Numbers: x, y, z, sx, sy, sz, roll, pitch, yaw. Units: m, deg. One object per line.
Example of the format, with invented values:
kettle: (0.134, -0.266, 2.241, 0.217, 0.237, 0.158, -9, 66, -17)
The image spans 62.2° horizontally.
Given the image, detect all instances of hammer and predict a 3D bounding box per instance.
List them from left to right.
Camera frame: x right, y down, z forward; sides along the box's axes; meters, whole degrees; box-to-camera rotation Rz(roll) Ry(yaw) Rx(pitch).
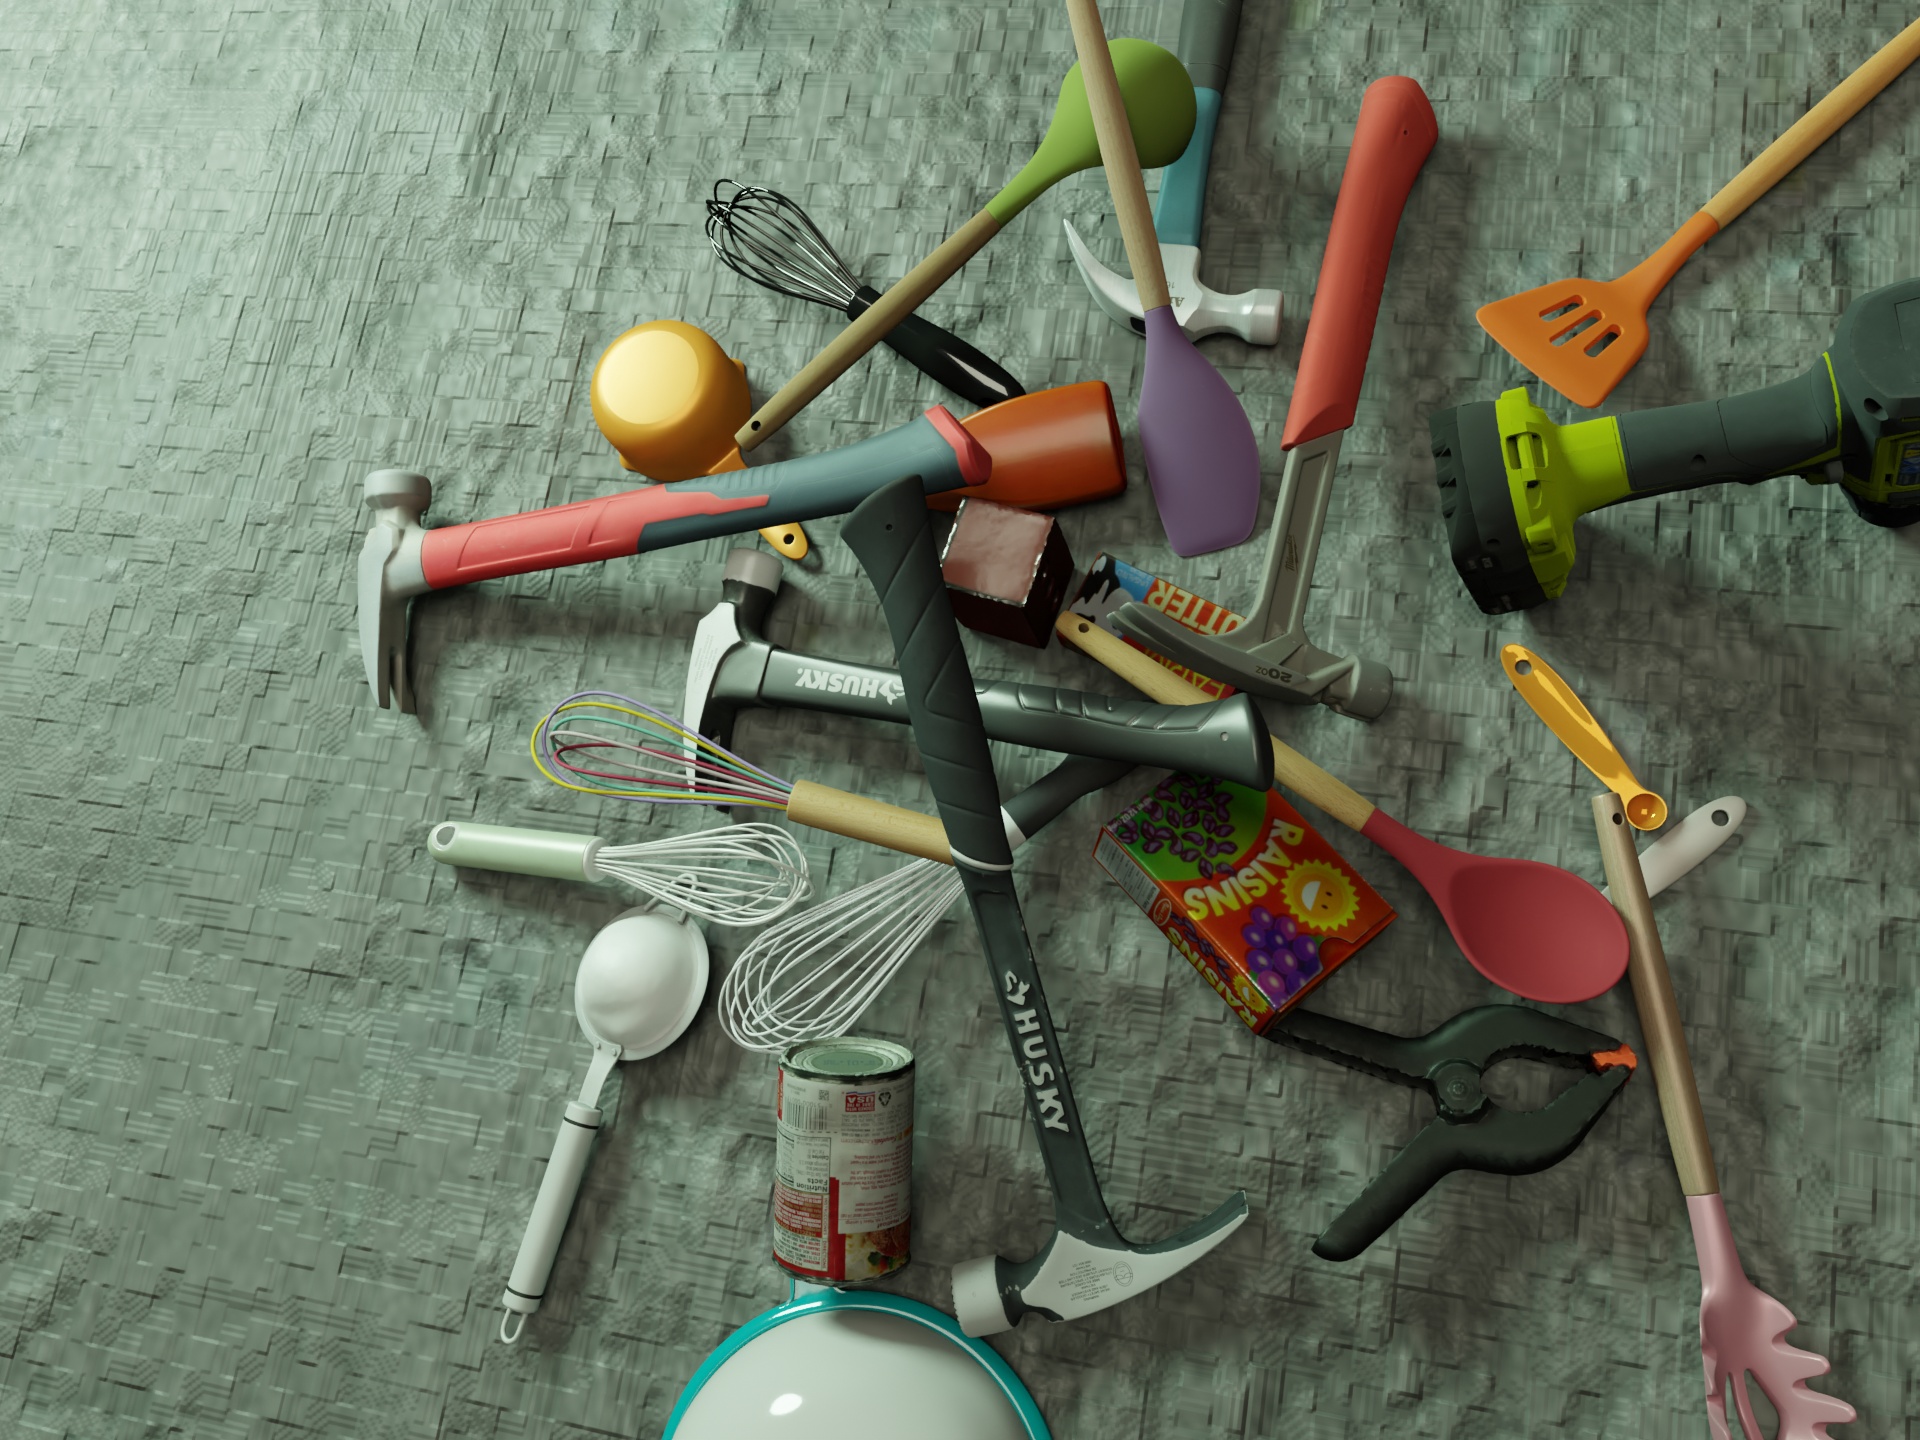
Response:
hammer: (-0.168, -0.097, 0.878, 0.386, 0.038, 0.143, -7, 80, 20)
hammer: (-0.001, -0.003, 0.816, 0.335, 0.035, 0.146, 9, 79, 28)
hammer: (0.020, 0.084, 0.758, 0.149, 0.036, 0.409, -15, 92, 6)
hammer: (0.141, -0.373, 0.923, 0.128, 0.033, 0.331, 7, 77, 13)
hammer: (0.187, -0.186, 0.838, 0.149, 0.036, 0.359, 19, 74, -13)

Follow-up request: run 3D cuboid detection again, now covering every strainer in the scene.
strainer: (-0.196, 0.200, 0.839, 0.087, 0.050, 0.258, 13, 81, 31)
strainer: (-0.008, 0.407, 0.710, 0.340, 0.095, 0.211, 30, 83, 19)

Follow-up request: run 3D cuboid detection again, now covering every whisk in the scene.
whisk: (-0.188, 0.076, 0.856, 0.246, 0.059, 0.058, 4, 61, 25)
whisk: (-0.106, 0.038, 0.808, 0.245, 0.047, 0.051, 15, 120, 11)
whisk: (-0.057, -0.245, 0.925, 0.239, 0.055, 0.055, 36, 85, 14)
whisk: (-0.005, 0.076, 0.822, 0.284, 0.070, 0.070, -37, 71, -4)

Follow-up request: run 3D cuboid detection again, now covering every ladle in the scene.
ladle: (0.000, -0.258, 0.886, 0.320, 0.062, 0.078, -41, 84, 6)
ladle: (0.176, 0.034, 0.776, 0.315, 0.031, 0.069, 35, 69, 15)

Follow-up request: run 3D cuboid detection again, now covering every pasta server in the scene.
pasta server: (0.332, 0.185, 0.717, 0.060, 0.040, 0.316, -6, 76, -8)

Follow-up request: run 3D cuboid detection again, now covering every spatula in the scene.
spatula: (0.101, -0.244, 0.844, 0.060, 0.018, 0.316, -15, 97, 8)
spatula: (0.412, -0.282, 0.834, 0.322, 0.041, 0.081, -41, 70, -2)

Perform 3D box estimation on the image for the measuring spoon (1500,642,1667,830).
measuring spoon: (0.309, 0.007, 0.795, 0.021, 0.011, 0.117, -34, 67, 3)

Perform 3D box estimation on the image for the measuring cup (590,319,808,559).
measuring cup: (-0.147, -0.160, 0.917, 0.095, 0.052, 0.174, -41, 69, -1)

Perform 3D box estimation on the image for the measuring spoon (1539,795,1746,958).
measuring spoon: (0.330, 0.075, 0.766, 0.124, 0.018, 0.034, -38, 71, -1)

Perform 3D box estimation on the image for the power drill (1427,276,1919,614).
power drill: (0.351, -0.116, 0.743, 0.228, 0.190, 0.080, -12, 73, 24)
